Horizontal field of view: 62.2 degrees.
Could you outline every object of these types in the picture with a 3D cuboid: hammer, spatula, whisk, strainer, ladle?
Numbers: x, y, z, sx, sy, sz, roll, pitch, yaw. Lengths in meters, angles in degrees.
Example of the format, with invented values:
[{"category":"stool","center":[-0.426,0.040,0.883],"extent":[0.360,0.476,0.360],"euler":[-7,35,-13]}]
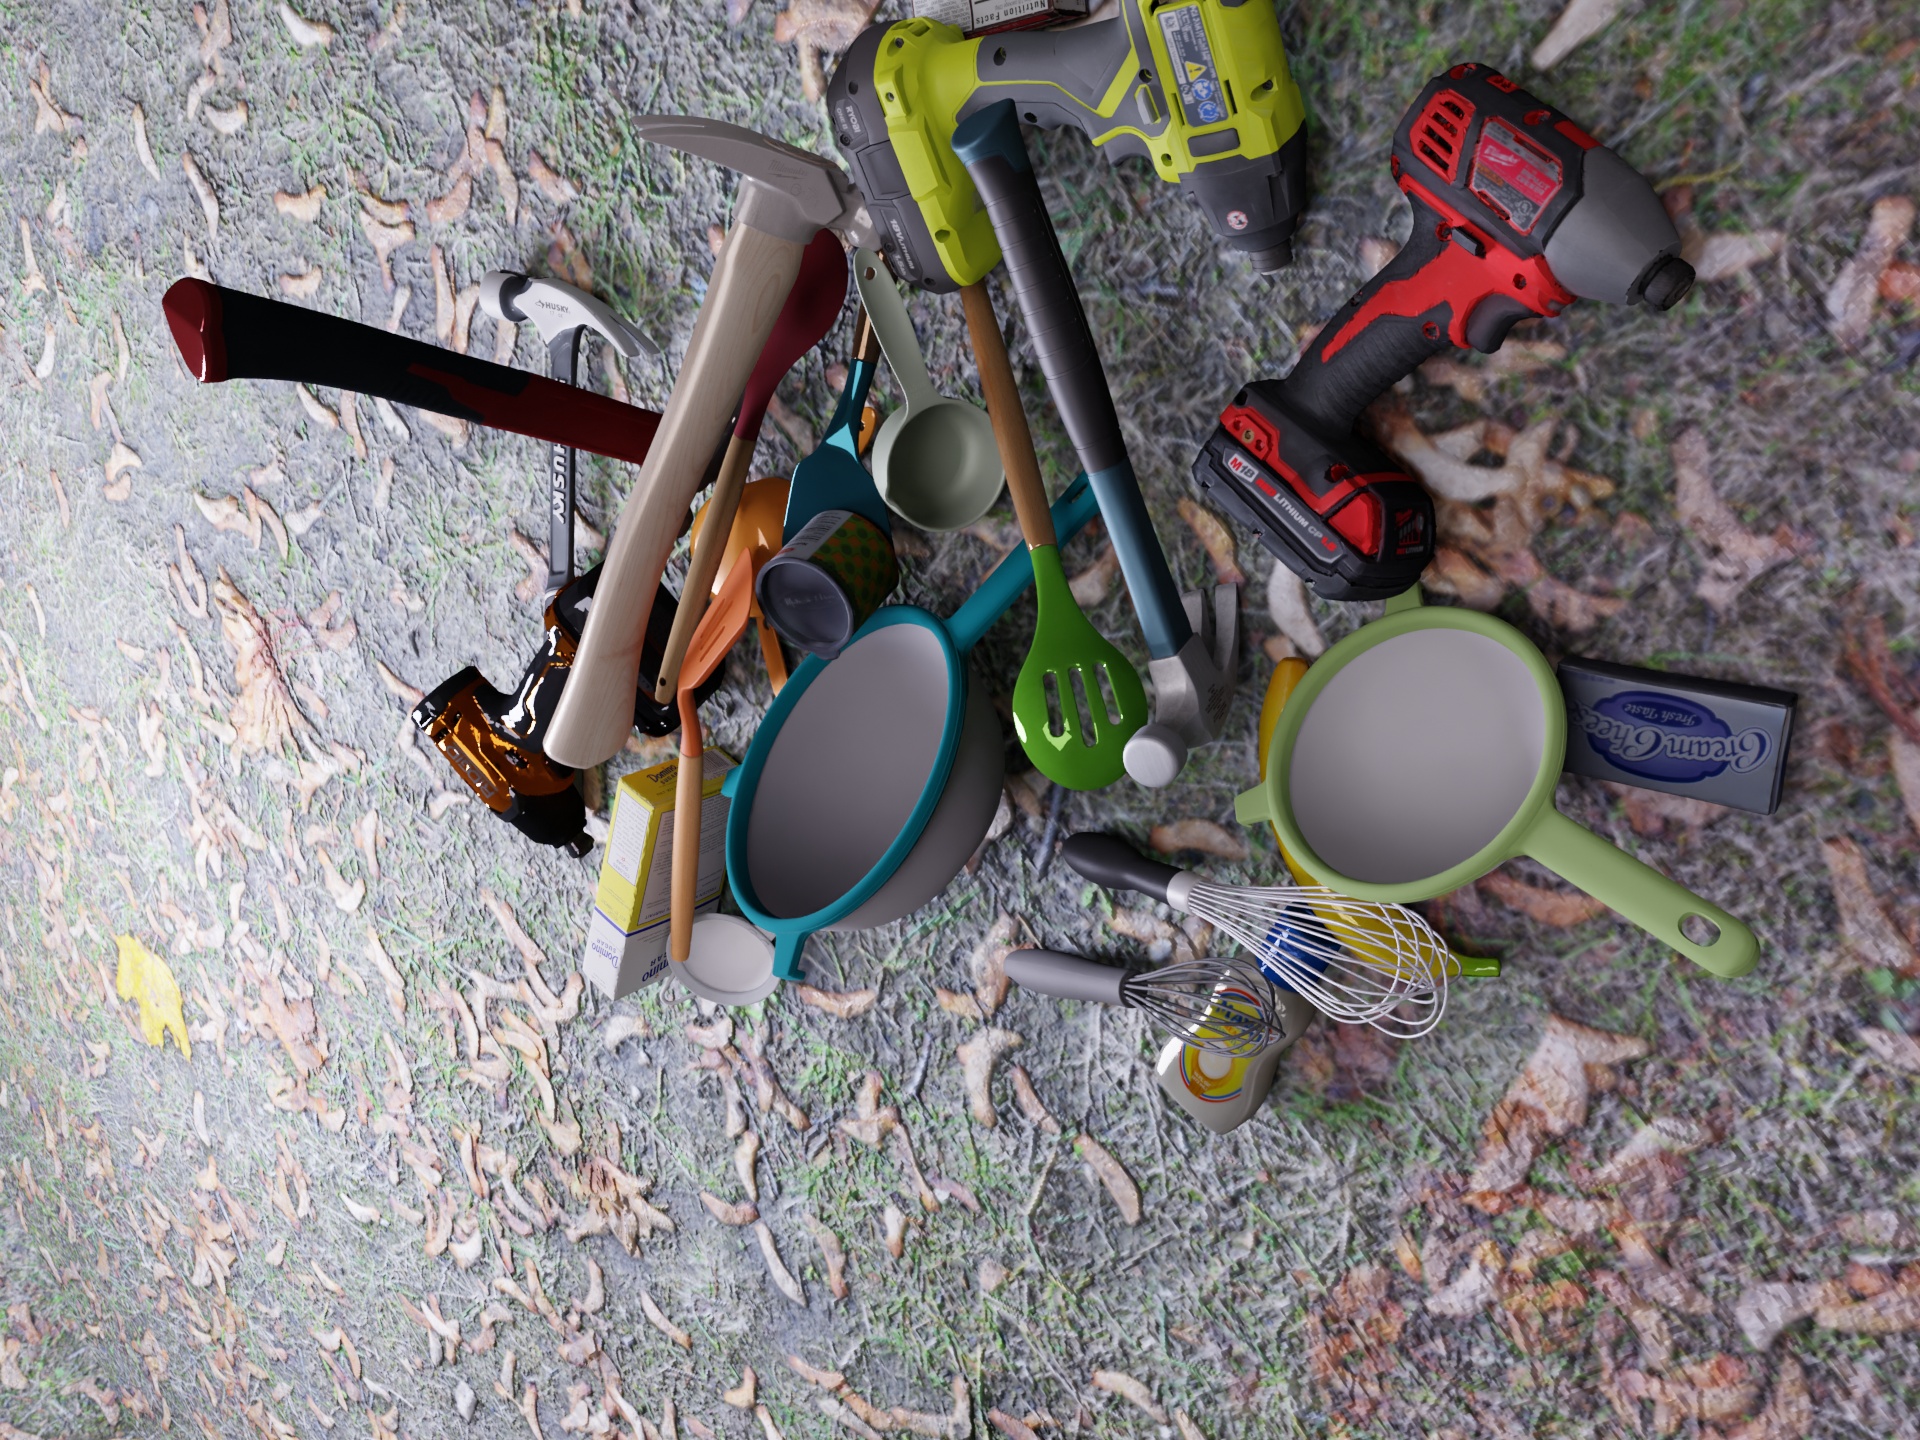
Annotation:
[{"category":"hammer","center":[-0.179,-0.142,0.929],"extent":[0.410,0.146,0.038],"euler":[-63,33,27]},{"category":"spatula","center":[-0.168,0.040,1.041],"extent":[0.081,0.041,0.322],"euler":[-102,18,-53]},{"category":"whisk","center":[0.146,0.102,0.851],"extent":[0.285,0.070,0.070],"euler":[16,116,54]},{"category":"strainer","center":[-0.001,-0.003,0.943],"extent":[0.340,0.095,0.211],"euler":[-48,36,16]},{"category":"hammer","center":[0.068,-0.140,0.790],"extent":[0.033,0.128,0.331],"euler":[-10,110,35]},{"category":"whisk","center":[0.096,0.155,0.920],"extent":[0.239,0.055,0.055],"euler":[-1,105,56]},{"category":"spatula","center":[-0.047,-0.234,0.922],"extent":[0.082,0.044,0.317],"euler":[19,105,20]},{"category":"strainer","center":[0.259,0.048,0.737],"extent":[0.151,0.069,0.257],"euler":[-55,44,4]},{"category":"hammer","center":[-0.247,-0.191,0.872],"extent":[0.038,0.386,0.143],"euler":[37,105,24]},{"category":"hammer","center":[-0.287,-0.111,1.162],"extent":[0.149,0.036,0.408],"euler":[20,117,30]},{"category":"ladle","center":[-0.141,-0.151,0.981],"extent":[0.069,0.031,0.315],"euler":[29,111,21]},{"category":"strainer","center":[-0.120,0.139,1.115],"extent":[0.258,0.050,0.086],"euler":[-31,112,34]}]

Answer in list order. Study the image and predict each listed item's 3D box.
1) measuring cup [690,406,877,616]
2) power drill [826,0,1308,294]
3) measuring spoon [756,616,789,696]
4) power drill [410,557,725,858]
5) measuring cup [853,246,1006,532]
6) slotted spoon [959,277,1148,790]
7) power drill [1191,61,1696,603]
[{"category":"measuring cup","center":[-0.112,-0.134,1.005],"extent":[0.095,0.052,0.173],"euler":[53,131,11]},{"category":"power drill","center":[0.058,-0.292,0.794],"extent":[0.223,0.080,0.171],"euler":[1,129,35]},{"category":"measuring spoon","center":[-0.118,-0.024,1.078],"extent":[0.021,0.011,0.117],"euler":[-12,95,51]},{"category":"power drill","center":[-0.273,0.000,1.134],"extent":[0.226,0.084,0.164],"euler":[-33,101,33]},{"category":"measuring cup","center":[-0.030,-0.186,0.893],"extent":[0.038,0.083,0.167],"euler":[36,152,60]},{"category":"slotted spoon","center":[0.037,-0.115,0.858],"extent":[0.070,0.031,0.314],"euler":[-13,74,-2]},{"category":"power drill","center":[0.217,-0.166,0.725],"extent":[0.143,0.078,0.219],"euler":[48,124,24]}]
